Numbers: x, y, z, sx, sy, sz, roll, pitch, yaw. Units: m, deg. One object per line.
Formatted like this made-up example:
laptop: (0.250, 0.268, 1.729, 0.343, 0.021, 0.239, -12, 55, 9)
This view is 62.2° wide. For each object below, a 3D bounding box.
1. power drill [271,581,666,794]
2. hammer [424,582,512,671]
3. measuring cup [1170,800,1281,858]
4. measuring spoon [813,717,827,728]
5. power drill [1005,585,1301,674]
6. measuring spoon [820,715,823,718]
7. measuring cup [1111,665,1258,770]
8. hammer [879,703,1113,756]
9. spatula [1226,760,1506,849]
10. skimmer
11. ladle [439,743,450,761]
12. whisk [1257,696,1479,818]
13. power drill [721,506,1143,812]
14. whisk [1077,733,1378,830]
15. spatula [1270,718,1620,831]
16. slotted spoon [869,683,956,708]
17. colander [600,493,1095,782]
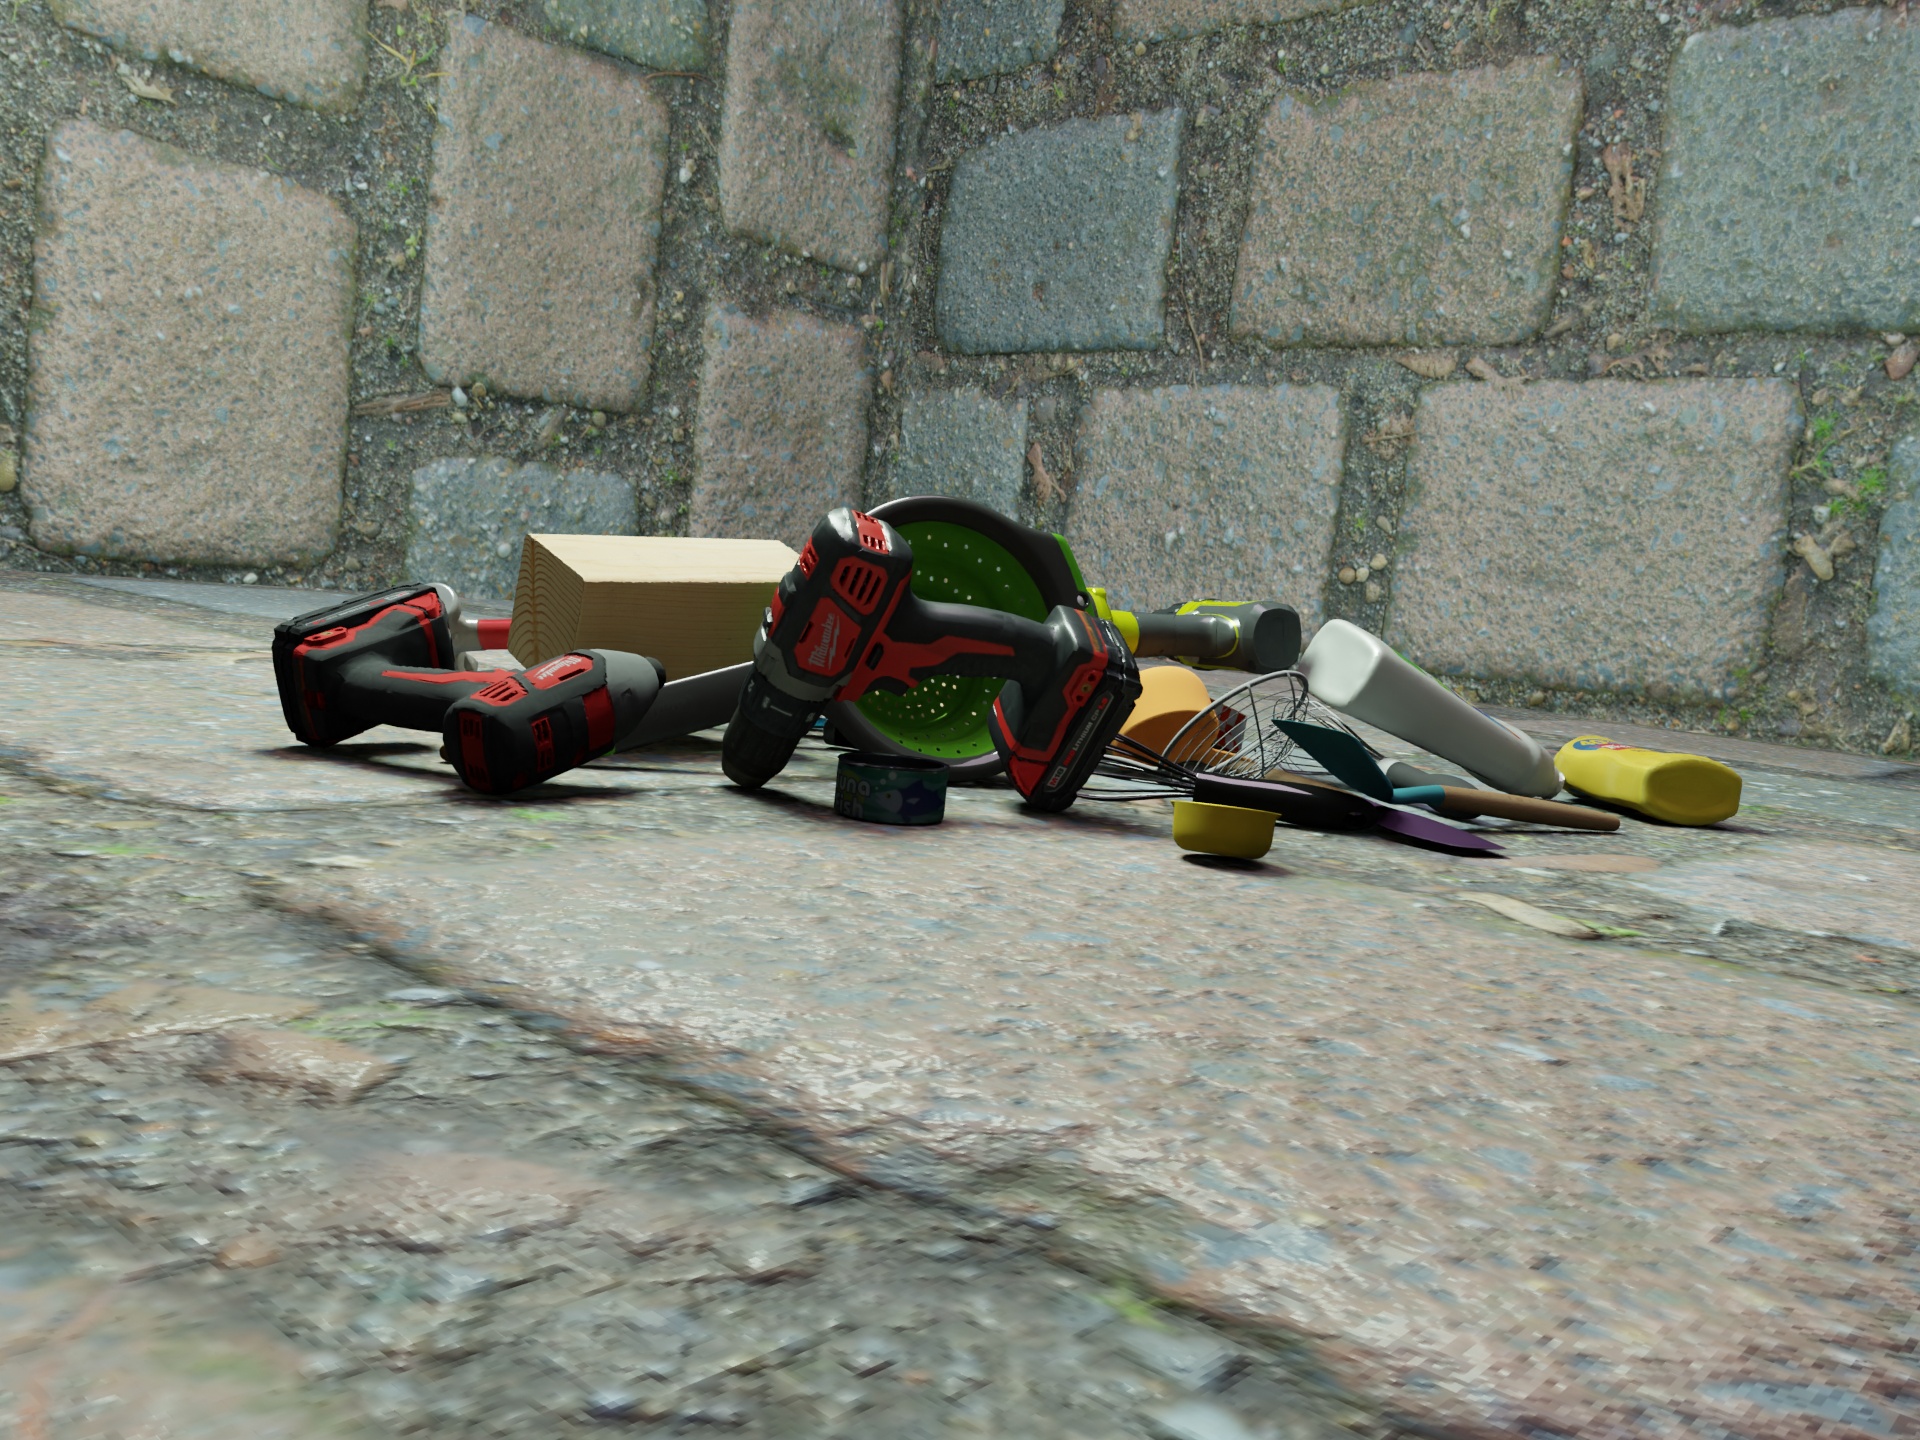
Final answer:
power drill: (-0.289, -0.021, 0.946, 0.220, 0.078, 0.143, 12, 26, 31)
hammer: (-0.236, -0.065, 1.299, 0.386, 0.038, 0.143, 0, -24, -1)
measuring cup: (0.155, 0.068, 0.936, 0.062, 0.029, 0.156, 7, -6, 11)
measuring spoon: (-0.126, -0.007, 1.355, 0.128, 0.021, 0.042, 4, 24, 2)
power drill: (0.147, -0.074, 1.354, 0.228, 0.080, 0.191, -1, 5, -26)
measuring spoon: (-0.103, -0.002, 1.387, 0.124, 0.018, 0.034, 10, 7, 35)
measuring cup: (0.187, 0.005, 1.303, 0.095, 0.052, 0.173, -36, -35, 32)
hammer: (-0.002, -0.004, 1.329, 0.331, 0.031, 0.130, 9, 26, -11)
spatula: (0.273, 0.058, 1.149, 0.059, 0.018, 0.316, 5, 6, -20)
skimmer: (0.076, -0.003, 1.204, 0.363, 0.090, 0.127, 5, -20, 15)
ladle: (-0.257, -0.017, 1.105, 0.069, 0.031, 0.315, 10, 17, 18)
whisk: (0.332, 0.036, 1.293, 0.070, 0.070, 0.285, 4, 11, -22)
power drill: (-0.024, -0.015, 0.981, 0.226, 0.187, 0.080, 18, 28, -24)
whisk: (0.160, 0.041, 1.071, 0.239, 0.055, 0.055, 10, 6, 9)
spatula: (0.360, 0.046, 1.127, 0.317, 0.044, 0.082, 9, 2, -29)
slotted spoon: (-0.141, -0.013, 1.215, 0.313, 0.031, 0.070, -4, 10, -15)
colander: (-0.096, -0.031, 1.111, 0.397, 0.204, 0.094, -16, -4, -24)
